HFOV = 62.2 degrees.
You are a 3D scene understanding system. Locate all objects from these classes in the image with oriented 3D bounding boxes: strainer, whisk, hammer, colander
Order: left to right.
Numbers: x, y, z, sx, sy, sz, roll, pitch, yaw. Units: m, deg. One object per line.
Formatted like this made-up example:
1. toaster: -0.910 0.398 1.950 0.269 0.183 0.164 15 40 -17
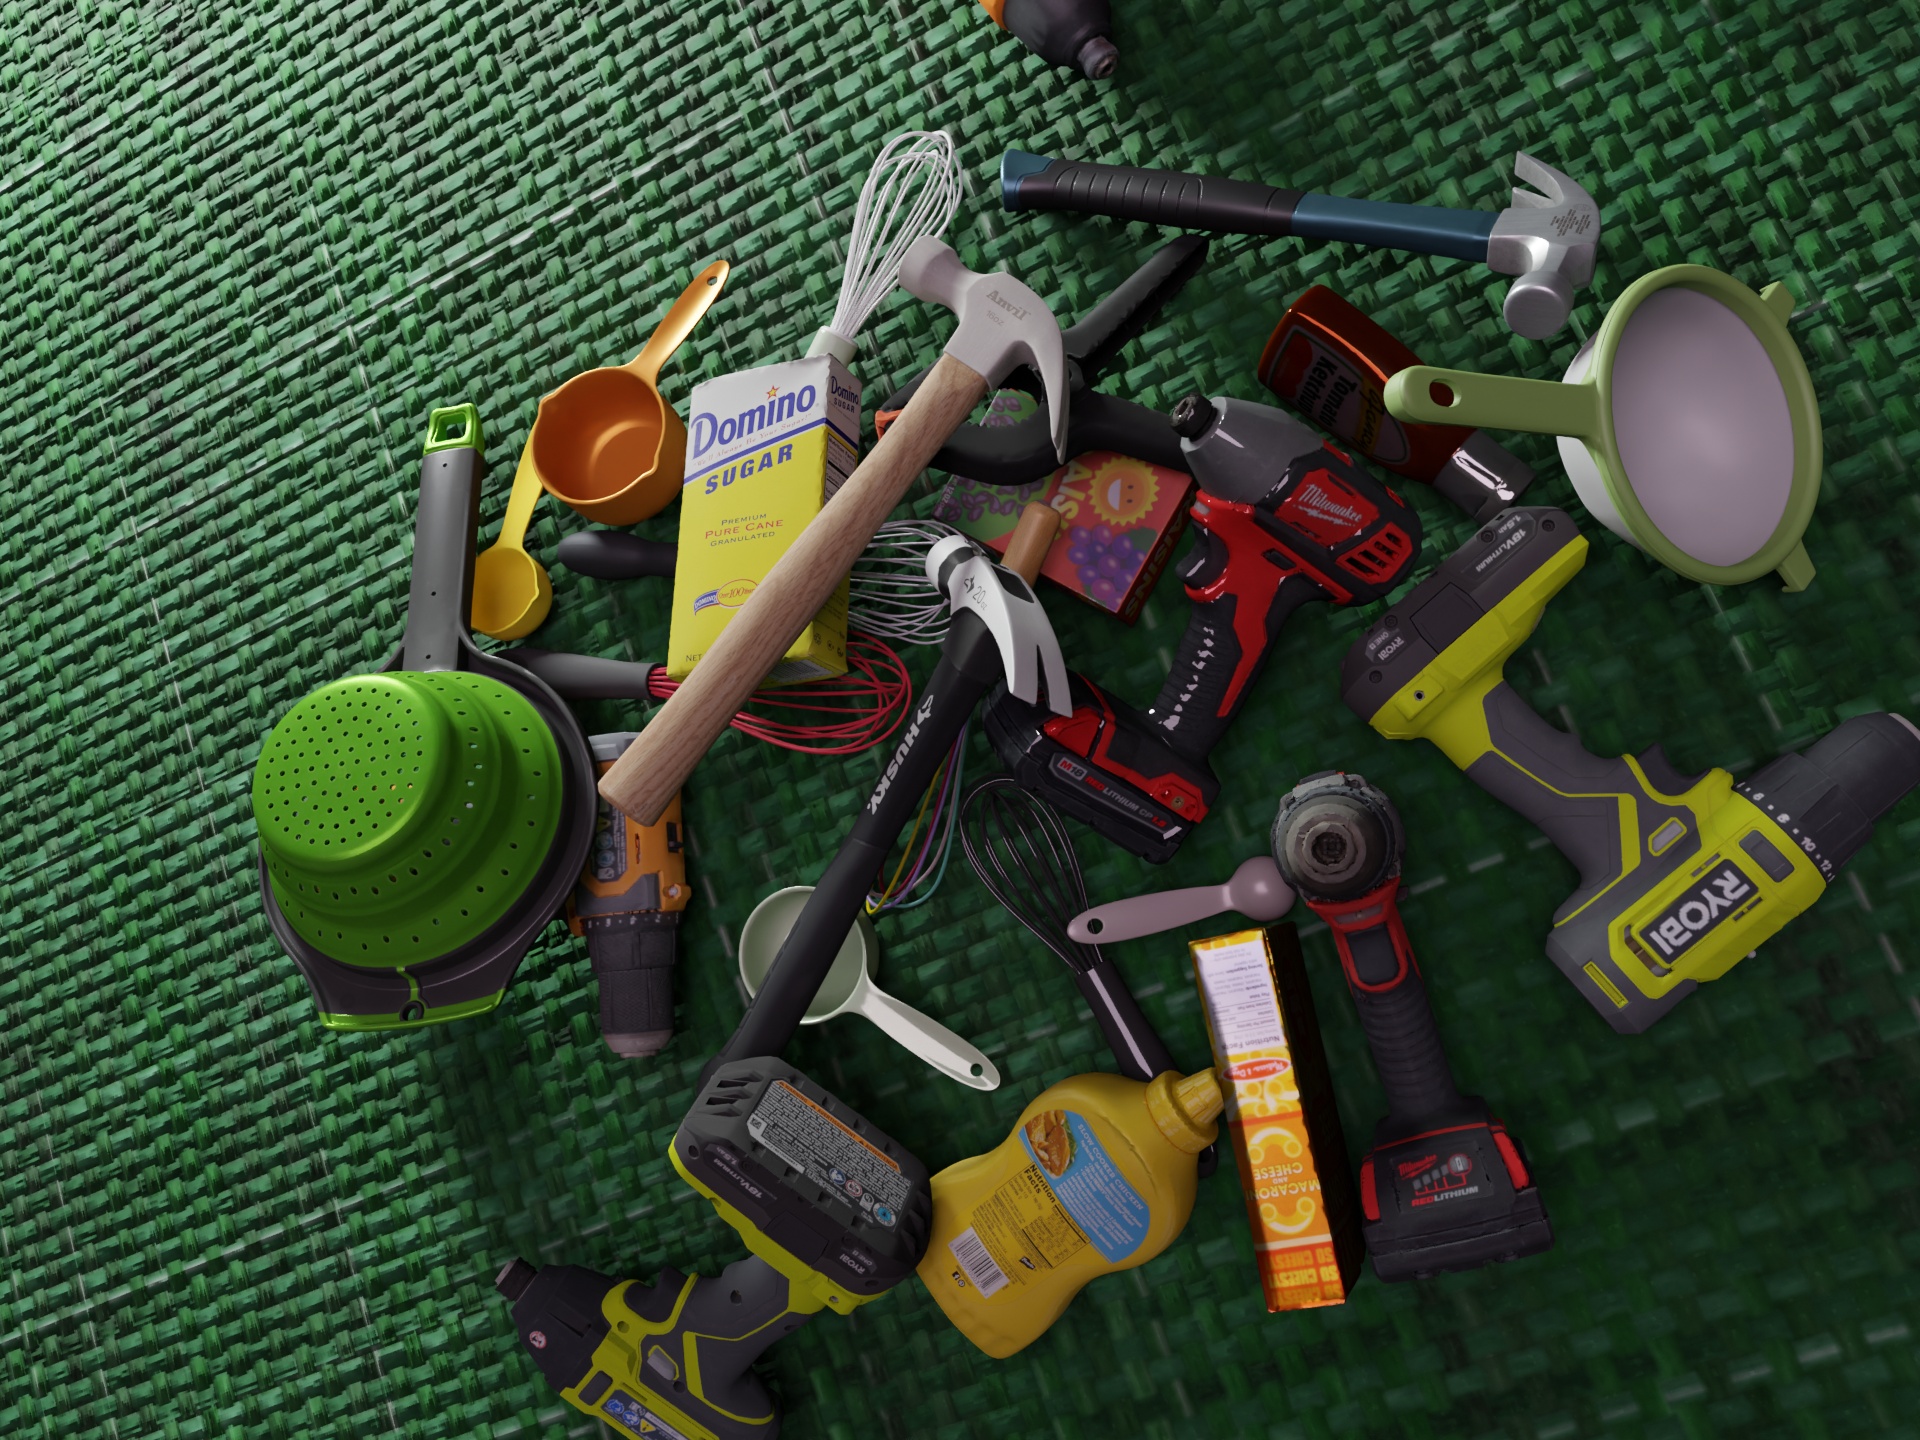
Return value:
1. colander: -0.313 -0.032 0.891 0.204 0.094 0.397 -8 64 9
2. whisk: -0.160 -0.022 0.926 0.296 0.073 0.073 4 85 24
3. whisk: -0.116 -0.089 0.918 0.285 0.070 0.070 7 86 23
4. hammer: -0.064 -0.085 0.796 0.130 0.031 0.331 36 86 19
5. whisk: -0.068 -0.231 0.929 0.059 0.057 0.246 36 100 52
6. hammer: -0.051 0.075 0.813 0.334 0.035 0.146 -61 30 14
7. whisk: -0.001 -0.002 0.860 0.051 0.047 0.245 27 102 14
8. whisk: 0.068 0.134 0.841 0.055 0.055 0.239 -32 80 12
9. hammer: 0.165 -0.268 0.837 0.331 0.033 0.128 17 49 26
10. strainer: 0.287 -0.135 0.739 0.256 0.069 0.151 0 85 -25

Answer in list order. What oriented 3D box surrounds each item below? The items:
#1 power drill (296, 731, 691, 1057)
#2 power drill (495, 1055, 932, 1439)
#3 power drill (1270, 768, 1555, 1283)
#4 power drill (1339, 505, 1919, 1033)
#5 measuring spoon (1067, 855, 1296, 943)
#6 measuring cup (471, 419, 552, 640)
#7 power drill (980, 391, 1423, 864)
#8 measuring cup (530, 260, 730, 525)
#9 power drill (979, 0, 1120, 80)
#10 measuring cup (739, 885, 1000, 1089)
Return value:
1. power drill: -0.267 0.109 0.932 0.226 0.084 0.185 -7 82 12
2. power drill: -0.132 0.287 0.825 0.171 0.080 0.223 37 114 -2
3. power drill: 0.197 0.132 0.730 0.080 0.188 0.227 -17 83 14
4. power drill: 0.315 0.008 0.763 0.190 0.080 0.229 -43 76 9
5. measuring spoon: 0.116 0.096 0.822 0.124 0.018 0.034 -12 82 -6
6. measuring cup: -0.268 -0.123 0.990 0.062 0.029 0.157 7 74 20
7. power drill: 0.113 -0.050 0.791 0.143 0.079 0.219 31 103 -24
8. measuring cup: -0.182 -0.195 0.956 0.095 0.052 0.173 31 83 22
9. power drill: 0.100 -0.474 0.884 0.226 0.084 0.164 -37 75 15
10. measuring cup: -0.045 0.153 0.879 0.168 0.038 0.083 31 93 16
